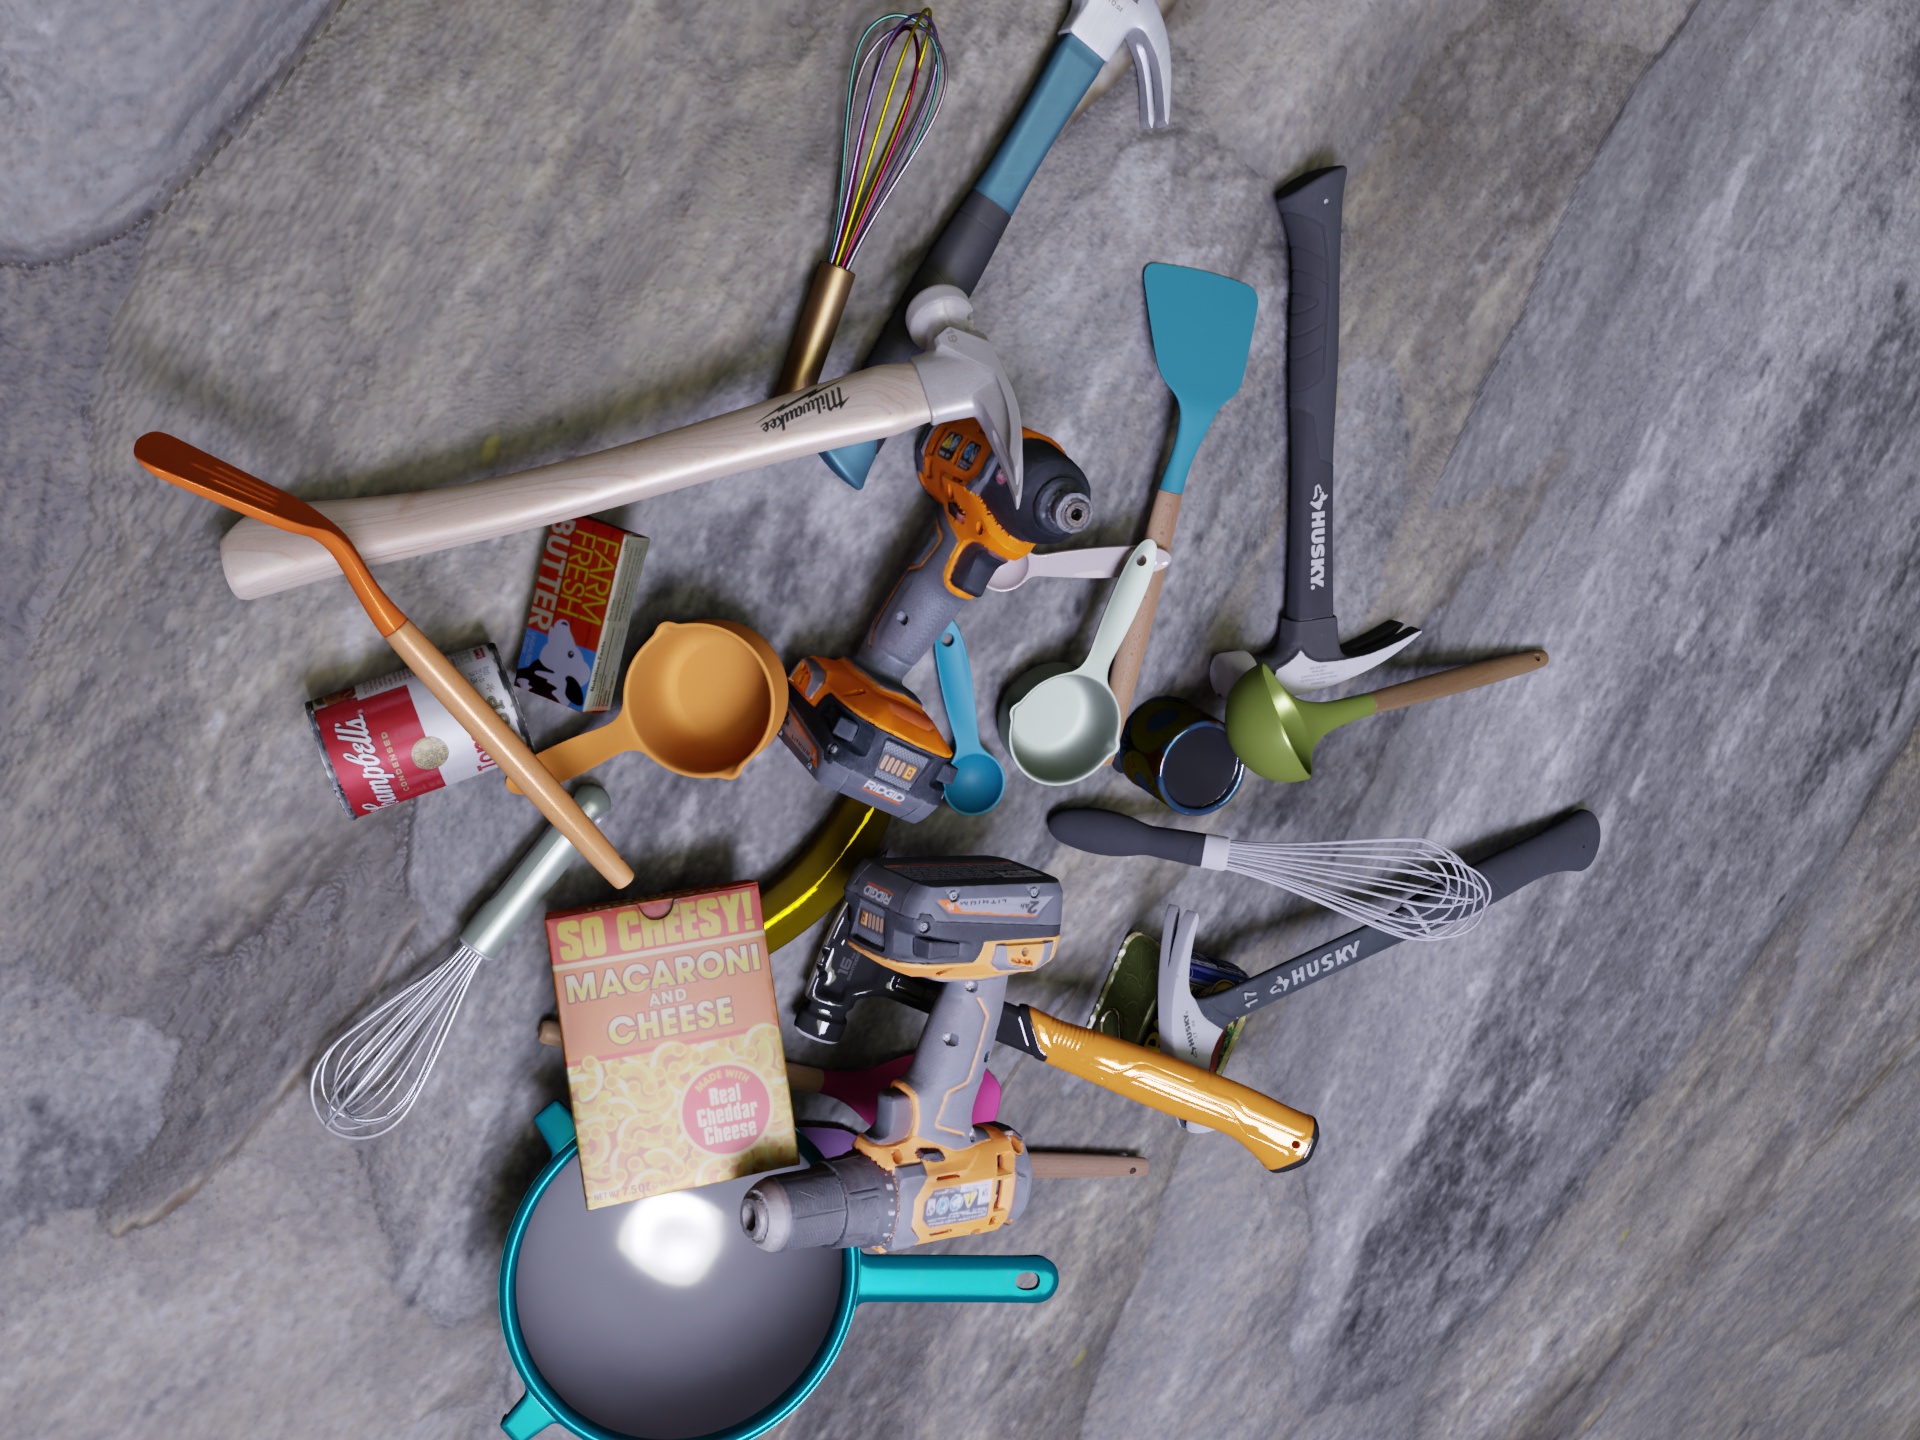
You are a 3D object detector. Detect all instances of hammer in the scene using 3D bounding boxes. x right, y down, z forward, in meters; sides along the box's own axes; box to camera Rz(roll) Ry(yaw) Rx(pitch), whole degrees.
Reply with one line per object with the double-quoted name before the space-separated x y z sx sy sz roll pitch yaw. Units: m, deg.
"hammer" -0.171 -0.123 0.826 0.410 0.146 0.038 -16 145 -6
"hammer" 0.009 -0.285 0.911 0.128 0.033 0.331 30 93 -25
"hammer" 0.233 -0.182 1.029 0.146 0.035 0.334 -9 108 -18
"hammer" 0.071 0.199 1.007 0.337 0.034 0.127 22 96 -1
"hammer" 0.304 0.141 1.119 0.409 0.036 0.149 -19 105 -26

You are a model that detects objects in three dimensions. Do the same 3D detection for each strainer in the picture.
"strainer" -0.112 0.337 0.993 0.340 0.095 0.211 6 84 -16

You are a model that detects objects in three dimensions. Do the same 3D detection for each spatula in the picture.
"spatula" -0.274 -0.023 0.795 0.041 0.081 0.322 -38 117 -4
"spatula" -0.013 0.304 1.085 0.315 0.018 0.059 7 105 -22
"spatula" 0.124 -0.123 1.012 0.082 0.044 0.317 5 108 -24

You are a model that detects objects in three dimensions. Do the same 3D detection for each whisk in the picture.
"whisk" -0.284 0.136 0.914 0.059 0.058 0.246 38 84 2
"whisk" -0.062 -0.273 0.881 0.051 0.047 0.245 16 102 -26
"whisk" 0.197 0.090 1.027 0.284 0.070 0.070 10 103 7

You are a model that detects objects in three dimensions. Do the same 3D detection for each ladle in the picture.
"ladle" 0.298 -0.020 1.060 0.320 0.062 0.078 -13 77 -33

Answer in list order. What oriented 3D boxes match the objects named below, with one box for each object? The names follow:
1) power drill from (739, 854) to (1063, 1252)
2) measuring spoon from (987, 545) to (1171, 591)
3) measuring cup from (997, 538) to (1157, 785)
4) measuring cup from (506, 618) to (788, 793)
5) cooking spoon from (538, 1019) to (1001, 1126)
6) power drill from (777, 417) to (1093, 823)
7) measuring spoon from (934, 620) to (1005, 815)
"power drill" -0.033 0.196 0.915 0.185 0.084 0.226 2 98 -38
"measuring spoon" 0.070 -0.100 0.987 0.124 0.018 0.034 -3 120 -10
"measuring cup" 0.078 -0.041 1.003 0.083 0.038 0.167 20 101 -26
"measuring cup" -0.179 0.001 0.916 0.173 0.052 0.095 -23 95 13
"cooking spoon" -0.114 0.227 1.022 0.318 0.017 0.069 17 87 -25
"power drill" -0.010 -0.062 0.898 0.084 0.164 0.226 25 97 -29
"measuring spoon" -0.002 -0.003 1.003 0.042 0.021 0.128 -13 101 -17
